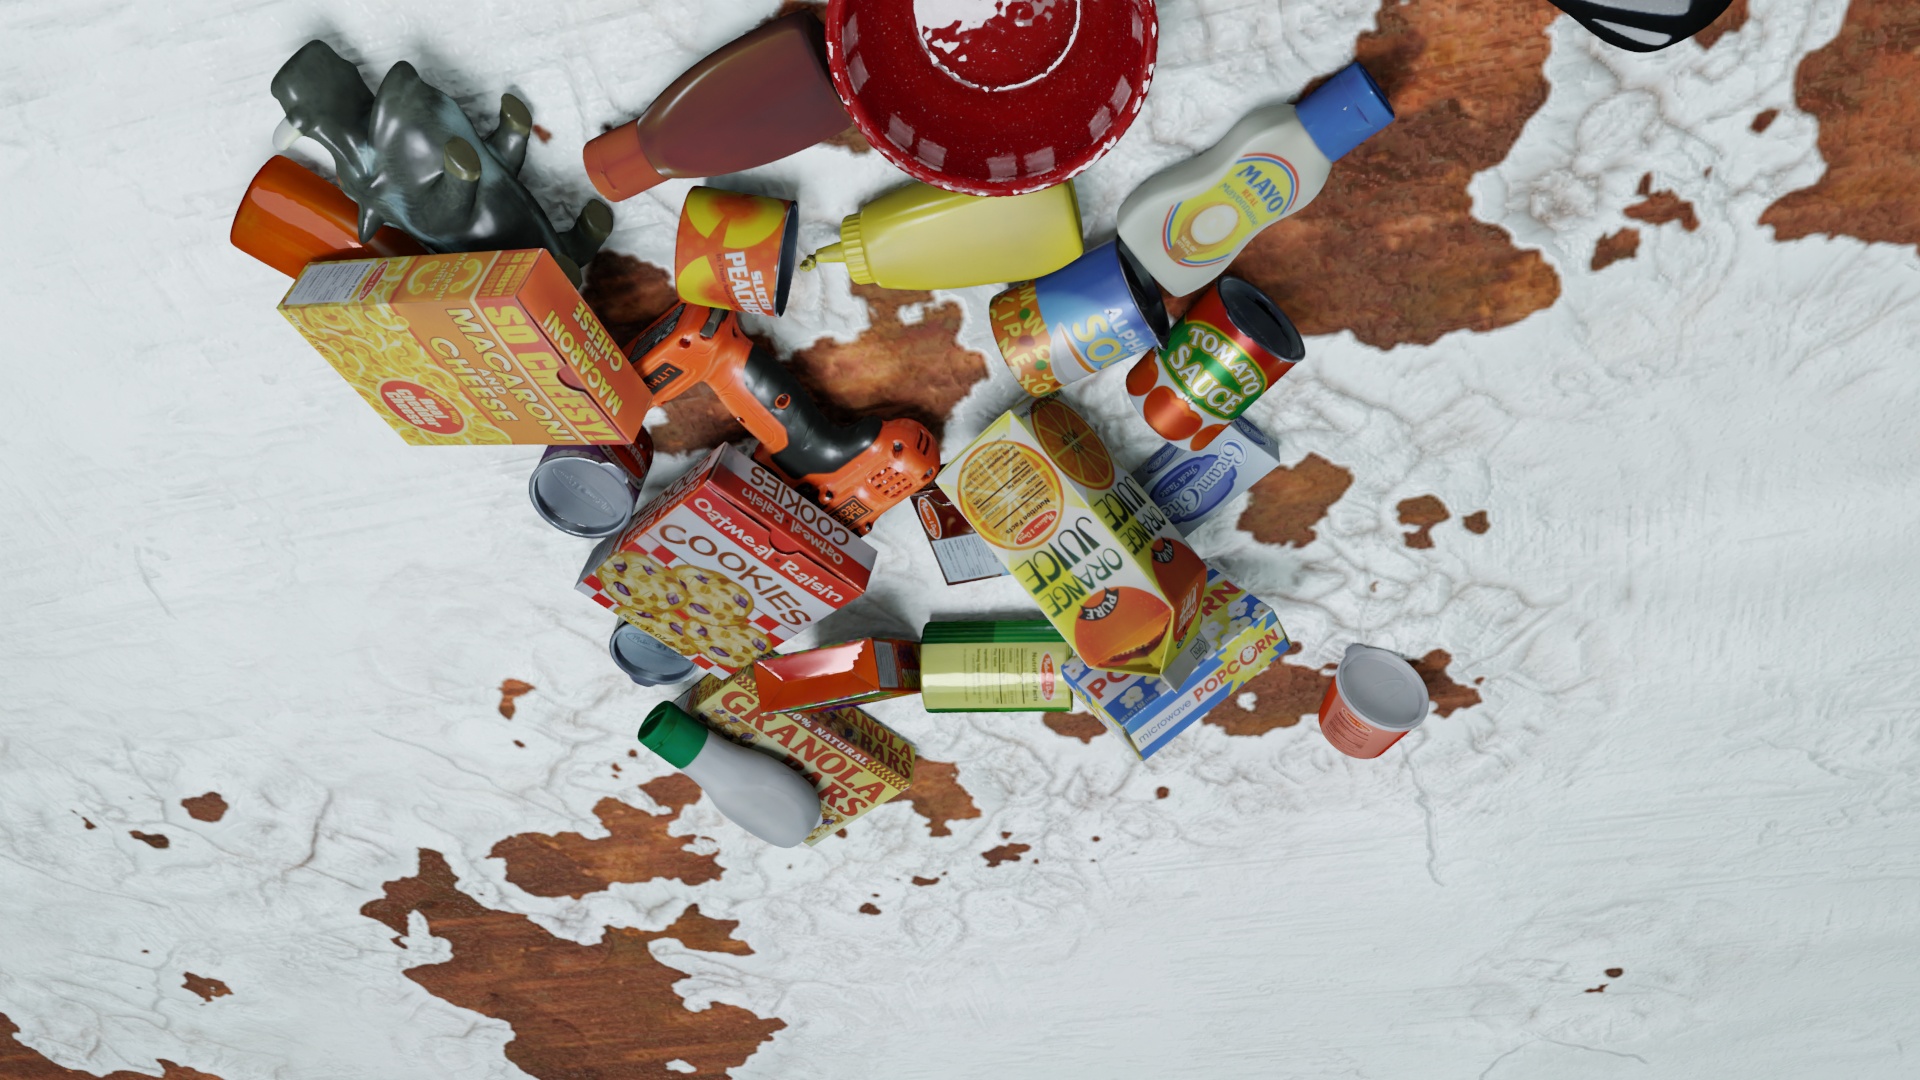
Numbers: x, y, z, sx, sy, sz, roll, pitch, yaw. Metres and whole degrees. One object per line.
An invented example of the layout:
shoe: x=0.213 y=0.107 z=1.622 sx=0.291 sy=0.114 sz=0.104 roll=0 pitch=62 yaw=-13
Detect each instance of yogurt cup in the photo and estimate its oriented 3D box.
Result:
yogurt cup: x=0.290 y=0.119 z=0.986 sx=0.072 sy=0.073 sz=0.053 roll=12 pitch=138 yaw=-5

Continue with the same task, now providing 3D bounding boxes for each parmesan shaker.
parmesan shaker: x=0.027 y=0.086 z=0.979 sx=0.103 sy=0.072 sz=0.071 roll=-1 pitch=130 yaw=7

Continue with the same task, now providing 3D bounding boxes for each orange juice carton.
orange juice carton: x=0.081 y=0.005 z=0.847 sx=0.072 sy=0.072 sz=0.192 roll=-41 pitch=89 yaw=32

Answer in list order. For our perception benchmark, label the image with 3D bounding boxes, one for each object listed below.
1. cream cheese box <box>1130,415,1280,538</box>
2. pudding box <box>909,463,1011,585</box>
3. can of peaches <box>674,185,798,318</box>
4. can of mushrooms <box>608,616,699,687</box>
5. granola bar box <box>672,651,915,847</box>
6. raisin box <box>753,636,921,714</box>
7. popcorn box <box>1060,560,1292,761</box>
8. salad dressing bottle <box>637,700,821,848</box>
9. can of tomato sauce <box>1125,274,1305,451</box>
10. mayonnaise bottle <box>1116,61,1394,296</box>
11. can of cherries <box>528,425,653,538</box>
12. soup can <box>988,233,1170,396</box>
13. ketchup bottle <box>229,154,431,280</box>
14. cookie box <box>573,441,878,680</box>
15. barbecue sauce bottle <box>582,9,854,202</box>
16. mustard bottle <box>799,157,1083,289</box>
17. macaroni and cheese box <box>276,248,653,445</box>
cream cheese box: x=0.148 y=-0.040 z=0.887 sx=0.053 sy=0.024 sz=0.103 roll=32 pitch=126 yaw=-23
pudding box: x=0.003 y=-0.012 z=0.919 sx=0.049 sy=0.030 sz=0.083 roll=-11 pitch=129 yaw=15
can of peaches: x=-0.125 y=-0.160 z=0.776 sx=0.058 sy=0.071 sz=0.070 roll=9 pitch=131 yaw=-2
can of mushrooms: x=-0.219 y=0.072 z=1.007 sx=0.071 sy=0.034 sz=0.070 roll=2 pitch=131 yaw=2
granola bar box: x=-0.136 y=0.159 z=1.071 sx=0.165 sy=0.039 sz=0.123 roll=38 pitch=124 yaw=-24
raisin box: x=-0.080 y=0.094 z=0.964 sx=0.086 sy=0.040 sz=0.123 roll=-13 pitch=170 yaw=13
popcorn box: x=0.140 y=0.077 z=0.913 sx=0.127 sy=0.085 sz=0.038 roll=-36 pitch=122 yaw=-8
salad dressing bottle: x=-0.171 y=0.173 z=1.030 sx=0.064 sy=0.044 sz=0.147 roll=-33 pitch=119 yaw=31
can of tomato sauce: x=0.146 y=-0.101 z=0.804 sx=0.071 sy=0.071 sz=0.082 roll=30 pitch=127 yaw=-20
mayonnaise bottle: x=0.158 y=-0.195 z=0.742 sx=0.147 sy=0.041 sz=0.064 roll=-33 pitch=119 yaw=29
can of cherries: x=-0.233 y=-0.045 z=0.891 sx=0.071 sy=0.059 sz=0.071 roll=3 pitch=130 yaw=3
soup can: x=0.068 y=-0.124 z=0.790 sx=0.083 sy=0.072 sz=0.071 roll=-23 pitch=125 yaw=23
ketchup bottle: x=-0.342 y=-0.159 z=0.812 sx=0.149 sy=0.044 sz=0.064 roll=30 pitch=132 yaw=-20
cookie box: x=-0.152 y=0.019 z=0.891 sx=0.123 sy=0.040 sz=0.167 roll=37 pitch=135 yaw=-24
barbecue sauce bottle: x=-0.131 y=-0.224 z=0.740 sx=0.148 sy=0.044 sz=0.064 roll=-18 pitch=126 yaw=20
mustard bottle: x=-0.014 y=-0.171 z=0.771 sx=0.160 sy=0.049 sz=0.065 roll=-8 pitch=131 yaw=12
macaroni and cheese box: x=-0.277 y=-0.104 z=0.785 sx=0.166 sy=0.040 sz=0.123 roll=2 pitch=146 yaw=23
